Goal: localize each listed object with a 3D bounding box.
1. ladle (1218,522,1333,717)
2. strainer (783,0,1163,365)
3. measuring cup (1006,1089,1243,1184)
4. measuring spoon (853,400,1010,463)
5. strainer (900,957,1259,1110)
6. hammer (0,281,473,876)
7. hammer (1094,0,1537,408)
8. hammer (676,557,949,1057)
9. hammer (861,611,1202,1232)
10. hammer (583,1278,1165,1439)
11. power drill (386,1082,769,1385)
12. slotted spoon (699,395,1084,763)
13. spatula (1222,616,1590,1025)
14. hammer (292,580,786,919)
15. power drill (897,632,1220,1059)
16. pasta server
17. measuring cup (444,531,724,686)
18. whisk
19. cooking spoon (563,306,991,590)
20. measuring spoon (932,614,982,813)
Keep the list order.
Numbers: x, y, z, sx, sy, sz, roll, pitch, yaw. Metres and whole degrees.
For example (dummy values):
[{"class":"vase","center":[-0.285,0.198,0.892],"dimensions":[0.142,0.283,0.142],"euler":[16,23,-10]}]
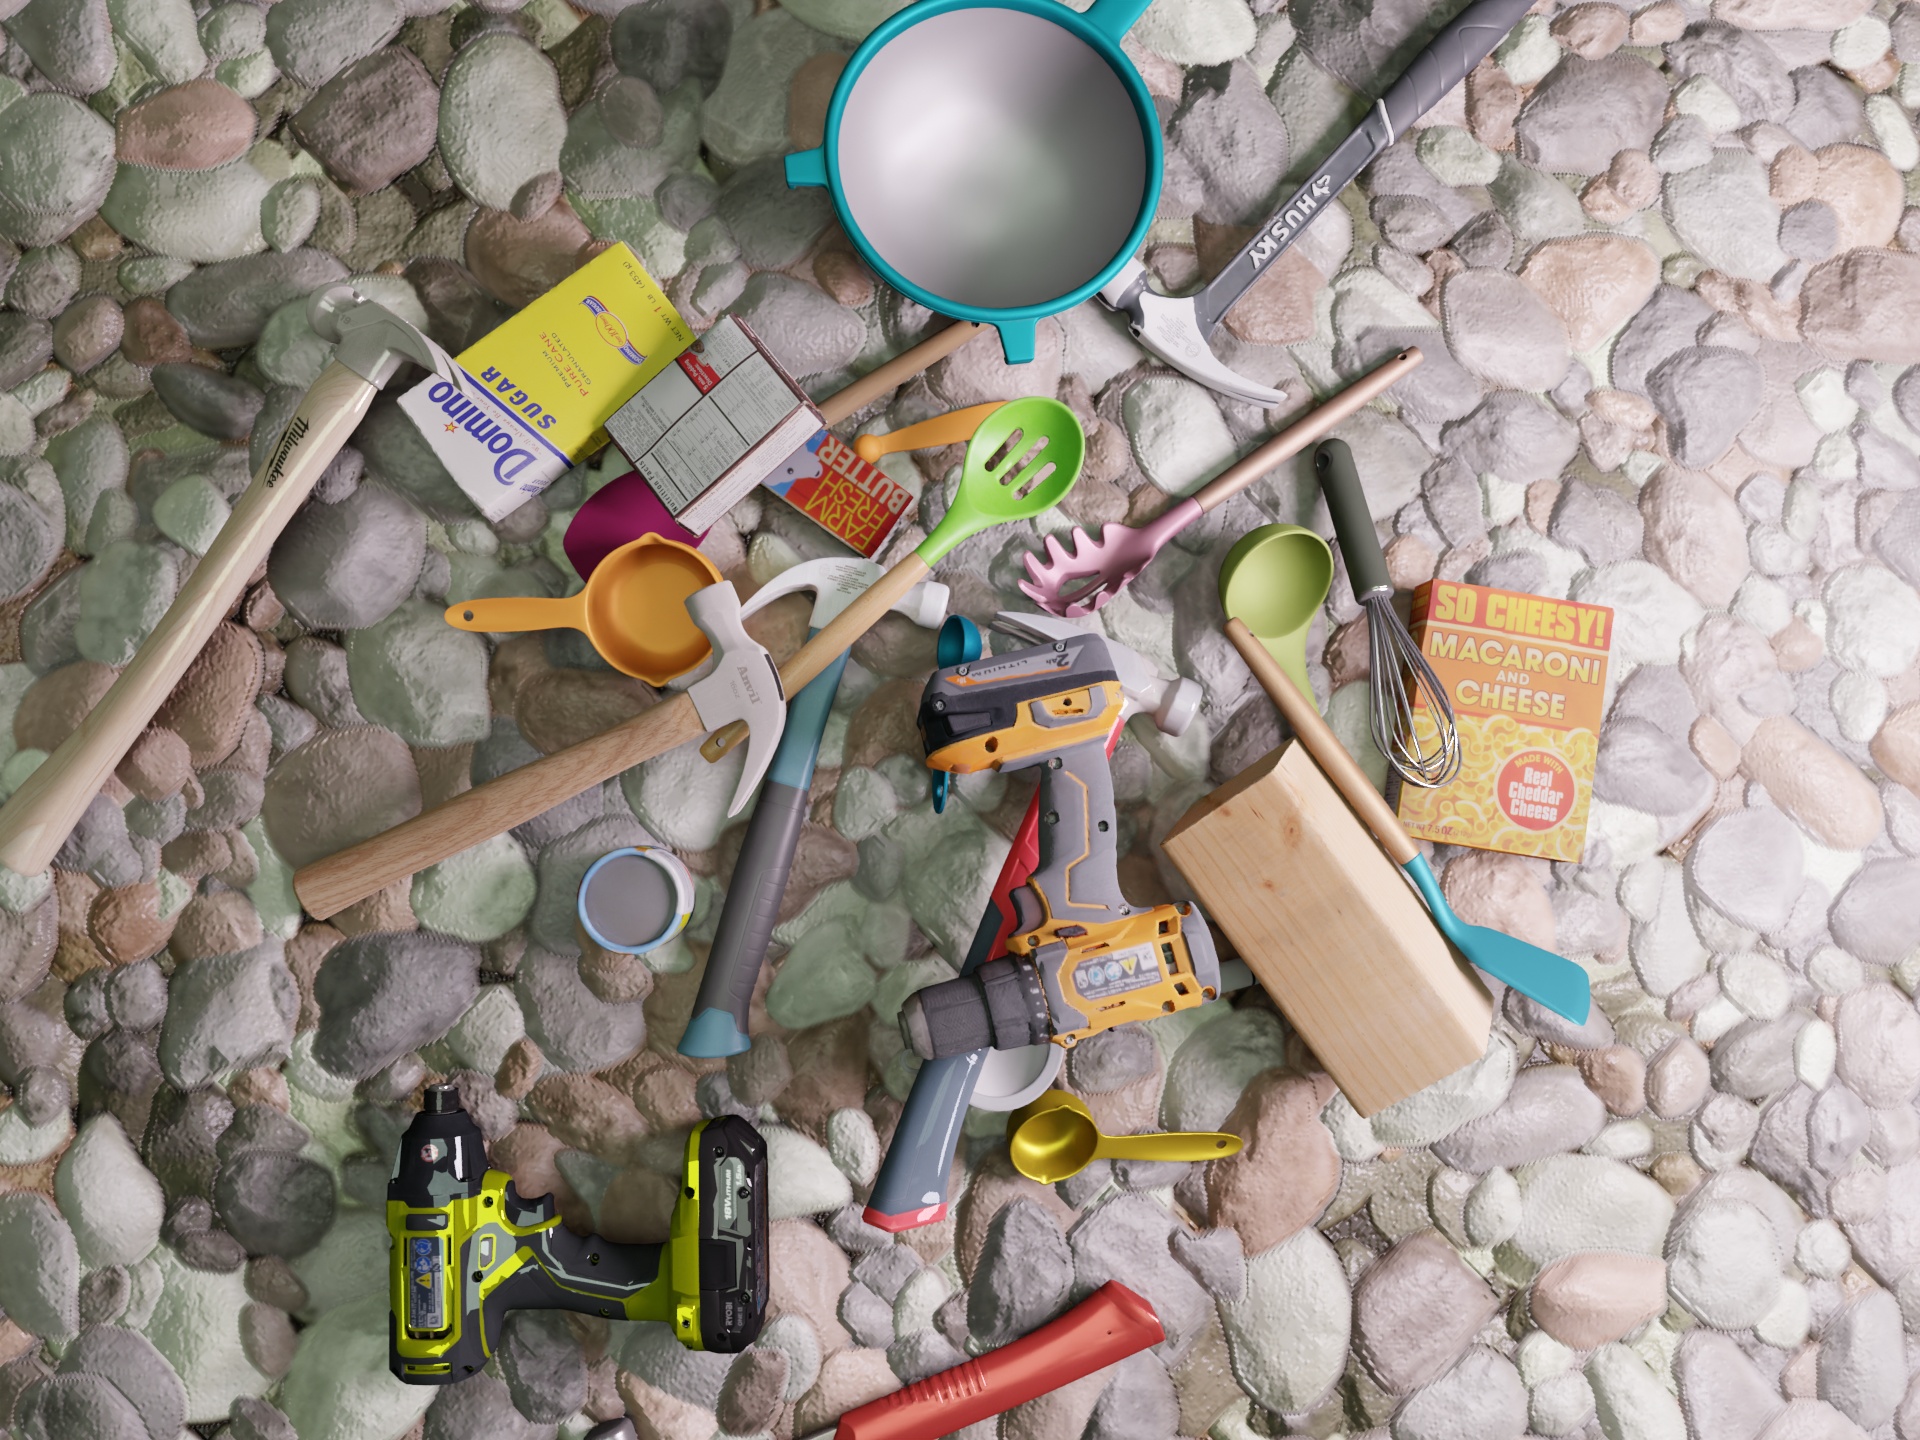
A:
[{"class":"ladle","center":[0.239,0.029,1.018],"dimensions":[0.078,0.062,0.320],"euler":[-17,89,-12]},{"class":"strainer","center":[0.056,-0.395,1.024],"dimensions":[0.211,0.095,0.340],"euler":[38,83,-2]},{"class":"measuring cup","center":[0.103,0.262,1.008],"dimensions":[0.156,0.029,0.062],"euler":[5,114,-16]},{"class":"measuring spoon","center":[-0.014,-0.191,1.044],"dimensions":[0.117,0.011,0.021],"euler":[-15,86,-4]},{"class":"strainer","center":[0.086,0.185,1.004],"dimensions":[0.258,0.050,0.087],"euler":[-13,77,-8]},{"class":"hammer","center":[-0.457,-0.077,0.977],"dimensions":[0.146,0.038,0.410],"euler":[33,88,32]},{"class":"hammer","center":[0.274,-0.383,1.063],"dimensions":[0.149,0.036,0.409],"euler":[44,84,0]},{"class":"hammer","center":[-0.112,0.055,1.009],"dimensions":[0.128,0.033,0.331],"euler":[16,85,-2]},{"class":"hammer","center":[0.016,0.119,0.973],"dimensions":[0.143,0.038,0.386],"euler":[24,73,0]},{"class":"hammer","center":[-0.041,0.444,0.980],"dimensions":[0.359,0.036,0.149],"euler":[-21,87,-4]},{"class":"power drill","center":[-0.232,0.305,0.963],"dimensions":[0.223,0.080,0.171],"euler":[-1,86,0]},{"class":"slotted spoon","center":[-0.045,-0.085,0.995],"dimensions":[0.314,0.031,0.070],"euler":[-43,90,-4]},{"class":"spatula","center":[0.271,0.058,0.981],"dimensions":[0.044,0.082,0.317],"euler":[-39,89,28]},{"class":"hammer","center":[-0.259,0.043,0.972],"dimensions":[0.331,0.031,0.130],"euler":[-25,90,7]},{"class":"power drill","center":[0.034,0.079,0.928],"dimensions":[0.185,0.084,0.226],"euler":[-14,80,-7]},{"class":"pasta server","center":[0.175,-0.160,1.038],"dimensions":[0.316,0.040,0.060],"euler":[-34,59,-6]},{"class":"measuring cup","center":[-0.231,-0.070,1.000],"dimensions":[0.173,0.052,0.095],"euler":[-2,98,0]},{"class":"whisk","center":[0.266,-0.072,1.010],"dimensions":[0.059,0.057,0.246],"euler":[-2,68,-24]},{"class":"cooking spoon","center":[-0.114,-0.183,1.035],"dimensions":[0.319,0.017,0.068],"euler":[-32,98,-5]},{"class":"measuring spoon","center":[-0.002,-0.003,1.023],"dimensions":[0.021,0.042,0.128],"euler":[4,93,-25]}]
